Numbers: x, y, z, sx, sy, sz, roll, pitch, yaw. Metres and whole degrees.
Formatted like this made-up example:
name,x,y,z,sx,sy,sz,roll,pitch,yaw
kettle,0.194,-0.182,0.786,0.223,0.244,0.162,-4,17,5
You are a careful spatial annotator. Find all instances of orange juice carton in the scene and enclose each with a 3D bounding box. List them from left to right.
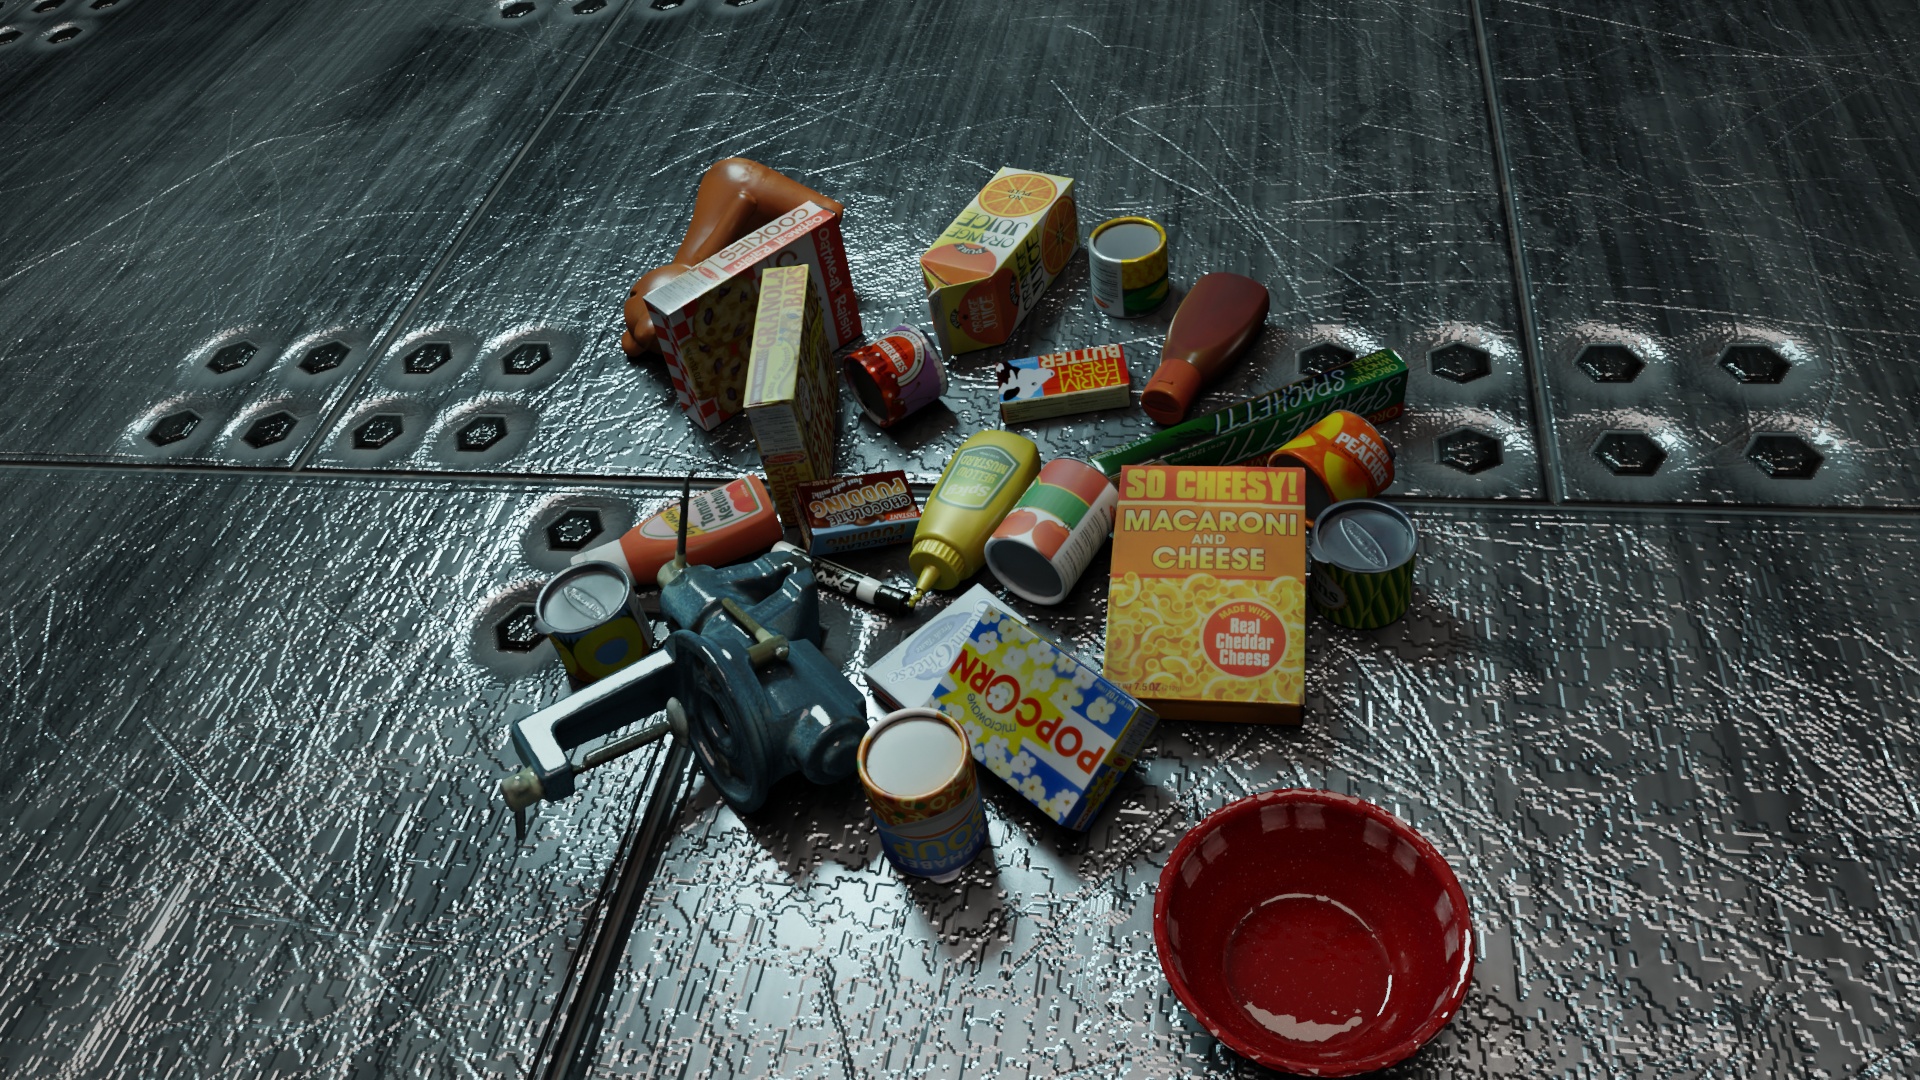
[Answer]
name,x,y,z,sx,sy,sz,roll,pitch,yaw
orange juice carton,0.027,-0.234,1.183,0.073,0.071,0.194,17,51,26

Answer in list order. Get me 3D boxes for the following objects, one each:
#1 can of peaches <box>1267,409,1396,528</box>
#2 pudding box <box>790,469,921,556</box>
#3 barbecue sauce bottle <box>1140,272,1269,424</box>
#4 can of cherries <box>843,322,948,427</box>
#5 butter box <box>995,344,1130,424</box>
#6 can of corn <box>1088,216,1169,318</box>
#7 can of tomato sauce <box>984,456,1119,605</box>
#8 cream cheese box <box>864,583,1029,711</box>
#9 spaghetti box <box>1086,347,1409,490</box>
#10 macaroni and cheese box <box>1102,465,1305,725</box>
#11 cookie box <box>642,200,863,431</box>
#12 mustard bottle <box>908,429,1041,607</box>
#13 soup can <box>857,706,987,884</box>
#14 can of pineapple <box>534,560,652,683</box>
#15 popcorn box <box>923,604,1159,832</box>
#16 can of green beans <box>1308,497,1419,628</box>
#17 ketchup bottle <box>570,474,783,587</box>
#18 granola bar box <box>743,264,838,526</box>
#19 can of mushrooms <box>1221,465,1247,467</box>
name,x,y,z,sx,sy,sz,roll,pitch,yaw
can of peaches,0.257,-0.048,0.961,0.058,0.071,0.071,-32,49,-18
pudding box,-0.075,-0.020,1.005,0.084,0.030,0.050,-8,58,-20
barbecue sauce bottle,0.188,-0.152,1.093,0.065,0.043,0.149,18,53,26
can of cherries,-0.052,-0.132,1.100,0.058,0.071,0.072,-32,49,-19
butter box,0.081,-0.124,1.099,0.103,0.024,0.053,-8,46,3
can of corn,0.144,-0.231,1.168,0.071,0.058,0.071,-5,46,6
can of tomato sauce,0.063,-0.007,0.961,0.071,0.070,0.083,20,54,27
cream cheese box,-0.007,0.077,0.922,0.104,0.024,0.053,-37,52,-23
spaghetti box,0.211,-0.077,1.011,0.250,0.050,0.029,-20,48,-9
macaroni and cheese box,0.159,0.033,0.896,0.124,0.040,0.167,2,61,12
cookie box,-0.163,-0.184,1.135,0.168,0.122,0.040,-36,51,-23
mustard bottle,0.004,-0.012,0.989,0.065,0.048,0.161,13,50,23
soup can,-0.021,0.150,0.813,0.071,0.083,0.072,-5,46,6
can of pineapple,-0.255,0.058,0.964,0.071,0.057,0.071,-6,45,6
popcorn box,0.047,0.107,0.849,0.127,0.038,0.085,33,91,35
can of green beans,0.262,0.015,0.906,0.071,0.057,0.071,-5,46,6
ketchup bottle,-0.208,0.002,1.019,0.149,0.043,0.065,-23,39,-10
granola bar box,-0.125,-0.112,1.057,0.039,0.123,0.166,-6,46,5
can of mushrooms,0.192,-0.021,0.972,0.071,0.033,0.071,-6,46,6
